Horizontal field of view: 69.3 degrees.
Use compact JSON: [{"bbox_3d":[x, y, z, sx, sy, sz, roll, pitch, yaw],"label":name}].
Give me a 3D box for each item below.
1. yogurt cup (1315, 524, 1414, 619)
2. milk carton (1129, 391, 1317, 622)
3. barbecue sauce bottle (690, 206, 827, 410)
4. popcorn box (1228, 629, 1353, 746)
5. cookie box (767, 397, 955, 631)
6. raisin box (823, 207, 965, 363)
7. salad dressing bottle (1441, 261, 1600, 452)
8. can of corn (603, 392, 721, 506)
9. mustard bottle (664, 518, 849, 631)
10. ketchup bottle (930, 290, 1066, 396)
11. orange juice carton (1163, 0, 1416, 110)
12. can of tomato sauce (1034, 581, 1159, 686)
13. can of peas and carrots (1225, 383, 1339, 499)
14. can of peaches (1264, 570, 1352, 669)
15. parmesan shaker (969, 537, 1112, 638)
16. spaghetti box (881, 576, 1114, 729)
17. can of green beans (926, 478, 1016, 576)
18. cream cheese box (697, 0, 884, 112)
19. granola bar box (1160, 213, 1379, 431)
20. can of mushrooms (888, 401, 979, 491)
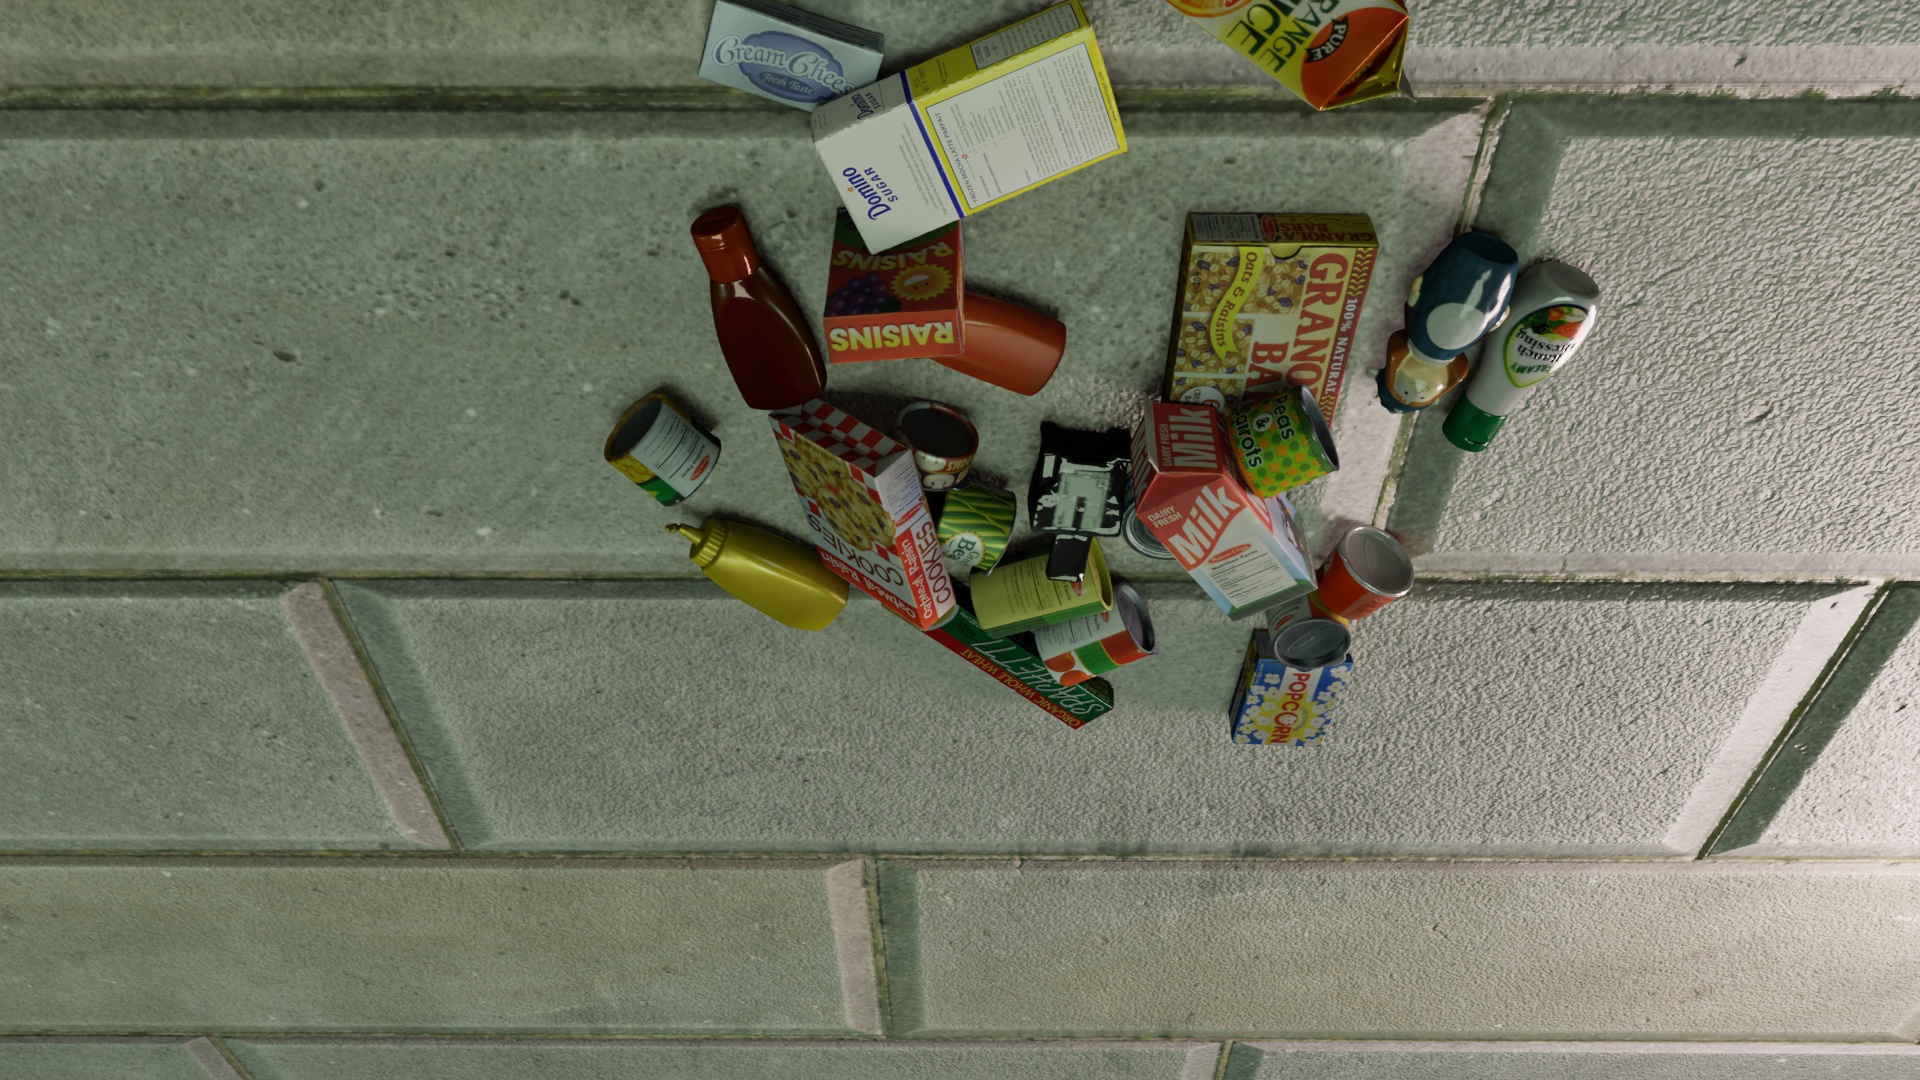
[{"bbox_3d":[0.326,0.029,1.133,0.072,0.073,0.053,16,142,-15],"label":"yogurt cup"},{"bbox_3d":[0.183,-0.028,1.017,0.073,0.073,0.190,-26,132,26],"label":"milk carton"},{"bbox_3d":[-0.143,-0.159,0.962,0.065,0.044,0.147,-10,134,10],"label":"barbecue sauce bottle"},{"bbox_3d":[0.297,0.136,1.259,0.085,0.038,0.126,3,136,-1],"label":"popcorn box"},{"bbox_3d":[-0.072,-0.022,1.053,0.123,0.040,0.166,31,150,36],"label":"cookie box"},{"bbox_3d":[-0.041,-0.168,0.895,0.086,0.124,0.039,-3,135,3],"label":"raisin box"},{"bbox_3d":[0.394,-0.127,0.987,0.064,0.044,0.146,9,135,-10],"label":"salad dressing bottle"},{"bbox_3d":[-0.225,-0.069,1.040,0.071,0.071,0.058,-29,128,26],"label":"can of corn"},{"bbox_3d":[-0.169,0.019,1.139,0.160,0.049,0.065,30,128,-25],"label":"mustard bottle"},{"bbox_3d":[-0.004,-0.148,0.970,0.149,0.044,0.064,17,145,-16],"label":"ketchup bottle"},{"bbox_3d":[0.182,-0.313,0.781,0.192,0.072,0.072,25,131,-23],"label":"orange juice carton"},{"bbox_3d":[0.116,0.082,1.187,0.083,0.071,0.071,-25,130,25],"label":"can of tomato sauce"},{"bbox_3d":[0.225,-0.070,0.973,0.058,0.071,0.070,-23,130,23],"label":"can of peas and carrots"},{"bbox_3d":[0.294,0.068,1.176,0.071,0.058,0.070,0,135,0],"label":"can of peaches"},{"bbox_3d":[0.066,0.035,1.143,0.103,0.072,0.071,-15,133,17],"label":"parmesan shaker"},{"bbox_3d":[0.038,0.095,1.228,0.250,0.029,0.050,35,127,-29],"label":"spaghetti box"},{"bbox_3d":[0.004,-0.016,1.088,0.058,0.071,0.071,18,133,-16],"label":"can of green beans"},{"bbox_3d":[-0.102,-0.292,0.840,0.104,0.024,0.053,14,133,-13],"label":"cream cheese box"},{"bbox_3d":[0.211,-0.148,0.972,0.124,0.039,0.164,0,136,0],"label":"granola bar box"},{"bbox_3d":[-0.019,-0.070,1.033,0.071,0.071,0.033,13,133,-12],"label":"can of mushrooms"}]
